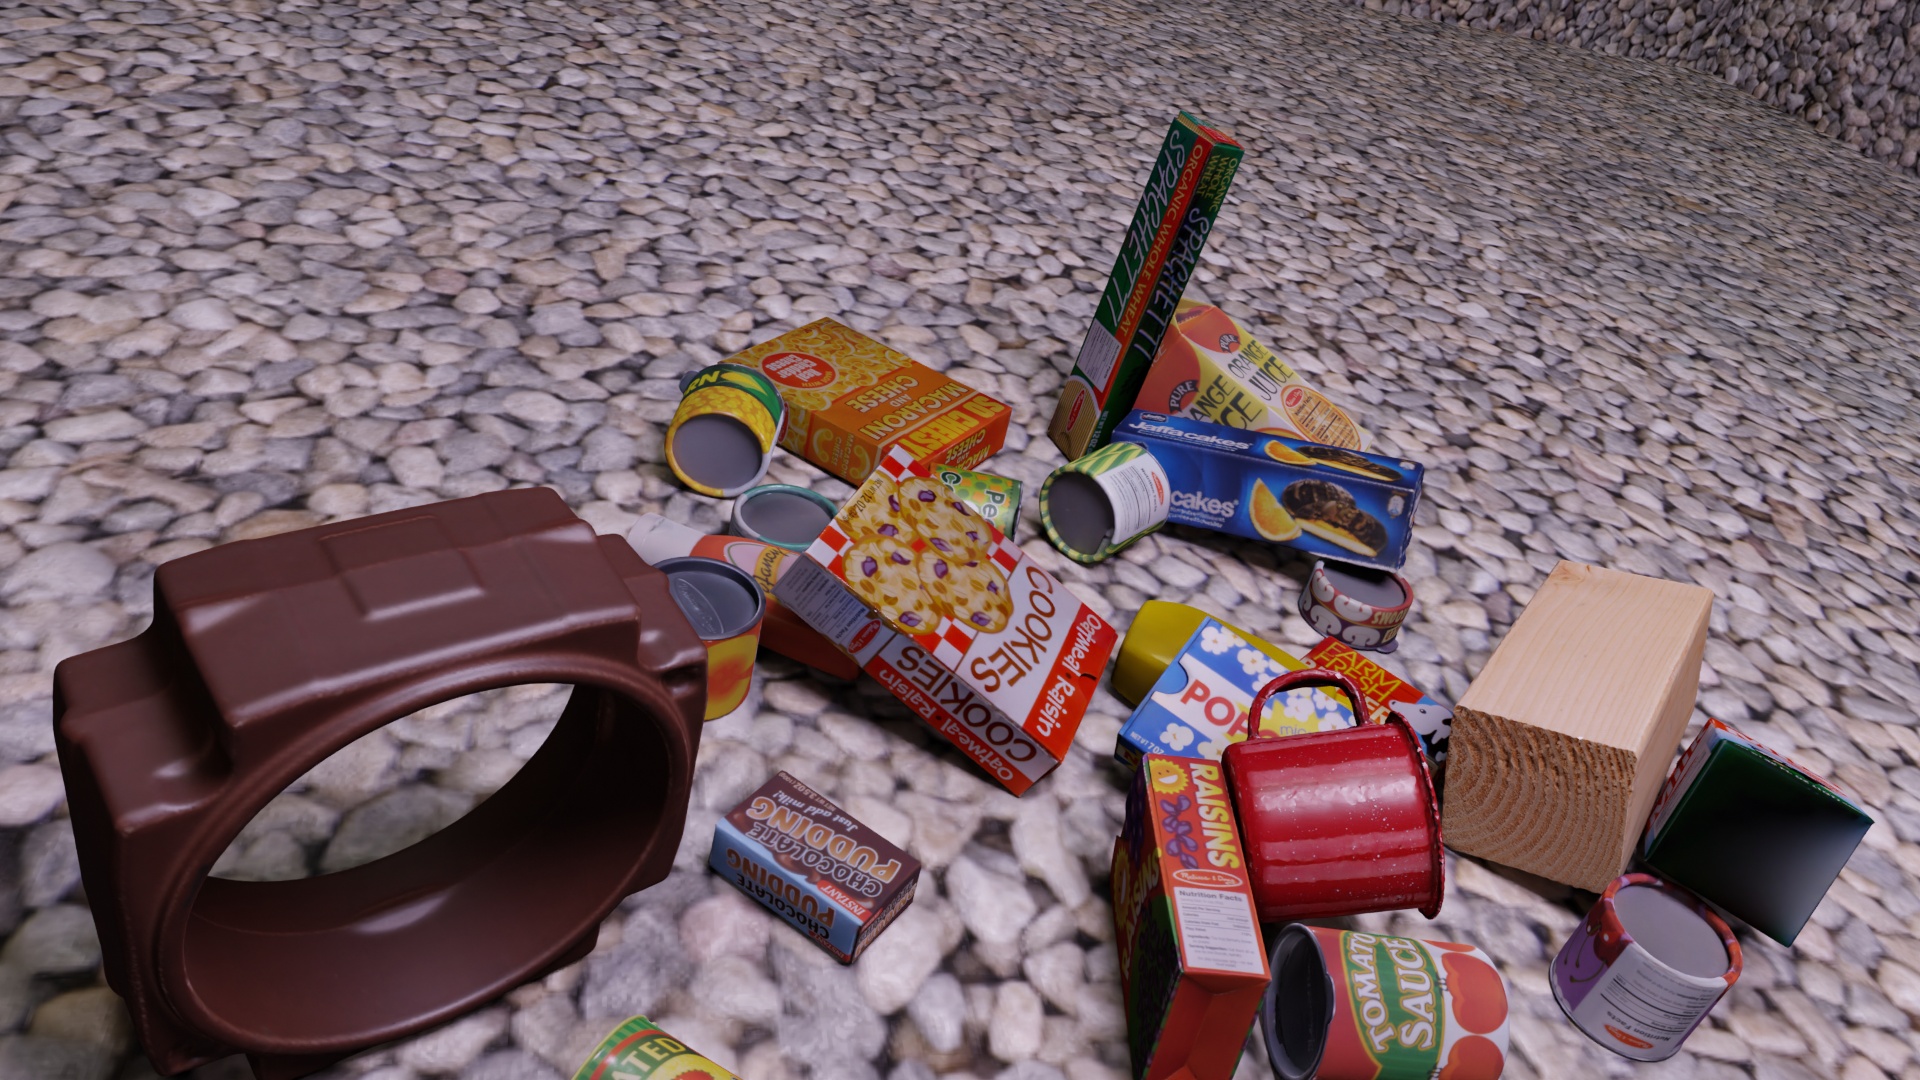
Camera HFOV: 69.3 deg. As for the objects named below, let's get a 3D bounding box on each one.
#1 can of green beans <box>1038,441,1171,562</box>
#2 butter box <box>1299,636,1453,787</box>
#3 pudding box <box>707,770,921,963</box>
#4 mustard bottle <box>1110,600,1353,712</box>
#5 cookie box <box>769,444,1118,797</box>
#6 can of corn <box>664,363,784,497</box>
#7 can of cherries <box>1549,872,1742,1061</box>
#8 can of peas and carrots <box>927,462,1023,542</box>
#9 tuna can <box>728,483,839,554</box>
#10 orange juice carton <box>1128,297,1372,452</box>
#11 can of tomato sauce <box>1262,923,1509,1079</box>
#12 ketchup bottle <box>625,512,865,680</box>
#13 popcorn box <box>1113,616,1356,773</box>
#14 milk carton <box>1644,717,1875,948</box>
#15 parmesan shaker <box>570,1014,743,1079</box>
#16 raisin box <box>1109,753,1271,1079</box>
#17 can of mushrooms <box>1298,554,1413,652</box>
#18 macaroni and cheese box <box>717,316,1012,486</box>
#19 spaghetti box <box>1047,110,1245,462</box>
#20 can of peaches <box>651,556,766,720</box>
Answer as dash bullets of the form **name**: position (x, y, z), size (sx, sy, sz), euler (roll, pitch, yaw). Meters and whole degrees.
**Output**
- **can of green beans**: position (0.093, -0.025, 0.900), size (0.071, 0.071, 0.058), euler (35, 39, 28)
- **butter box**: position (0.243, 0.099, 0.813), size (0.104, 0.024, 0.053), euler (35, 39, 27)
- **pudding box**: position (-0.066, 0.146, 0.624), size (0.084, 0.030, 0.050), euler (29, 37, 21)
- **mustard bottle**: position (0.166, 0.089, 0.778), size (0.160, 0.048, 0.066), euler (24, 42, 13)
- **cookie box**: position (-0.002, 0.039, 0.740), size (0.167, 0.040, 0.123), euler (40, 35, -4)
- **can of corn**: position (-0.150, -0.070, 0.872), size (0.071, 0.070, 0.058), euler (12, 34, -5)
- **can of cherries**: position (0.327, 0.201, 0.666), size (0.071, 0.058, 0.072), euler (10, 34, -7)
- **can of peas and carrots**: position (0.003, -0.011, 0.842), size (0.059, 0.070, 0.071), euler (12, 34, -2)
- **tuna can**: position (-0.102, -0.003, 0.824), size (0.071, 0.032, 0.071), euler (10, 34, -7)
- **orange juice carton**: position (0.191, -0.098, 0.991), size (0.193, 0.071, 0.073), euler (41, 38, 6)
- **can of tomato sauce**: position (0.183, 0.203, 0.599), size (0.083, 0.070, 0.071), euler (9, 34, -10)
- **ketchup bottle**: position (-0.113, 0.027, 0.767), size (0.149, 0.043, 0.065), euler (20, 34, 9)
- **popcorn box**: position (0.154, 0.110, 0.710), size (0.127, 0.038, 0.085), euler (35, 68, 17)
- **milk carton**: position (0.415, 0.146, 0.735), size (0.072, 0.073, 0.191), euler (32, 11, 23)
- **parmesan shaker**: position (-0.085, 0.218, 0.479), size (0.103, 0.071, 0.072), euler (25, 35, 14)
- **raisin box**: position (0.095, 0.166, 0.605), size (0.040, 0.085, 0.124), euler (6, 34, -4)
- **can of mushrooms**: position (0.258, 0.039, 0.899), size (0.071, 0.033, 0.071), euler (11, 33, -7)
- **macaroni and cheese box**: position (-0.067, -0.091, 0.959), size (0.167, 0.040, 0.124), euler (29, 36, 21)
- **spaghetti box**: position (0.123, -0.166, 0.954), size (0.029, 0.248, 0.050), euler (2, 35, -31)
- **can of peaches**: position (-0.138, 0.051, 0.710), size (0.071, 0.057, 0.071), euler (10, 35, -7)
